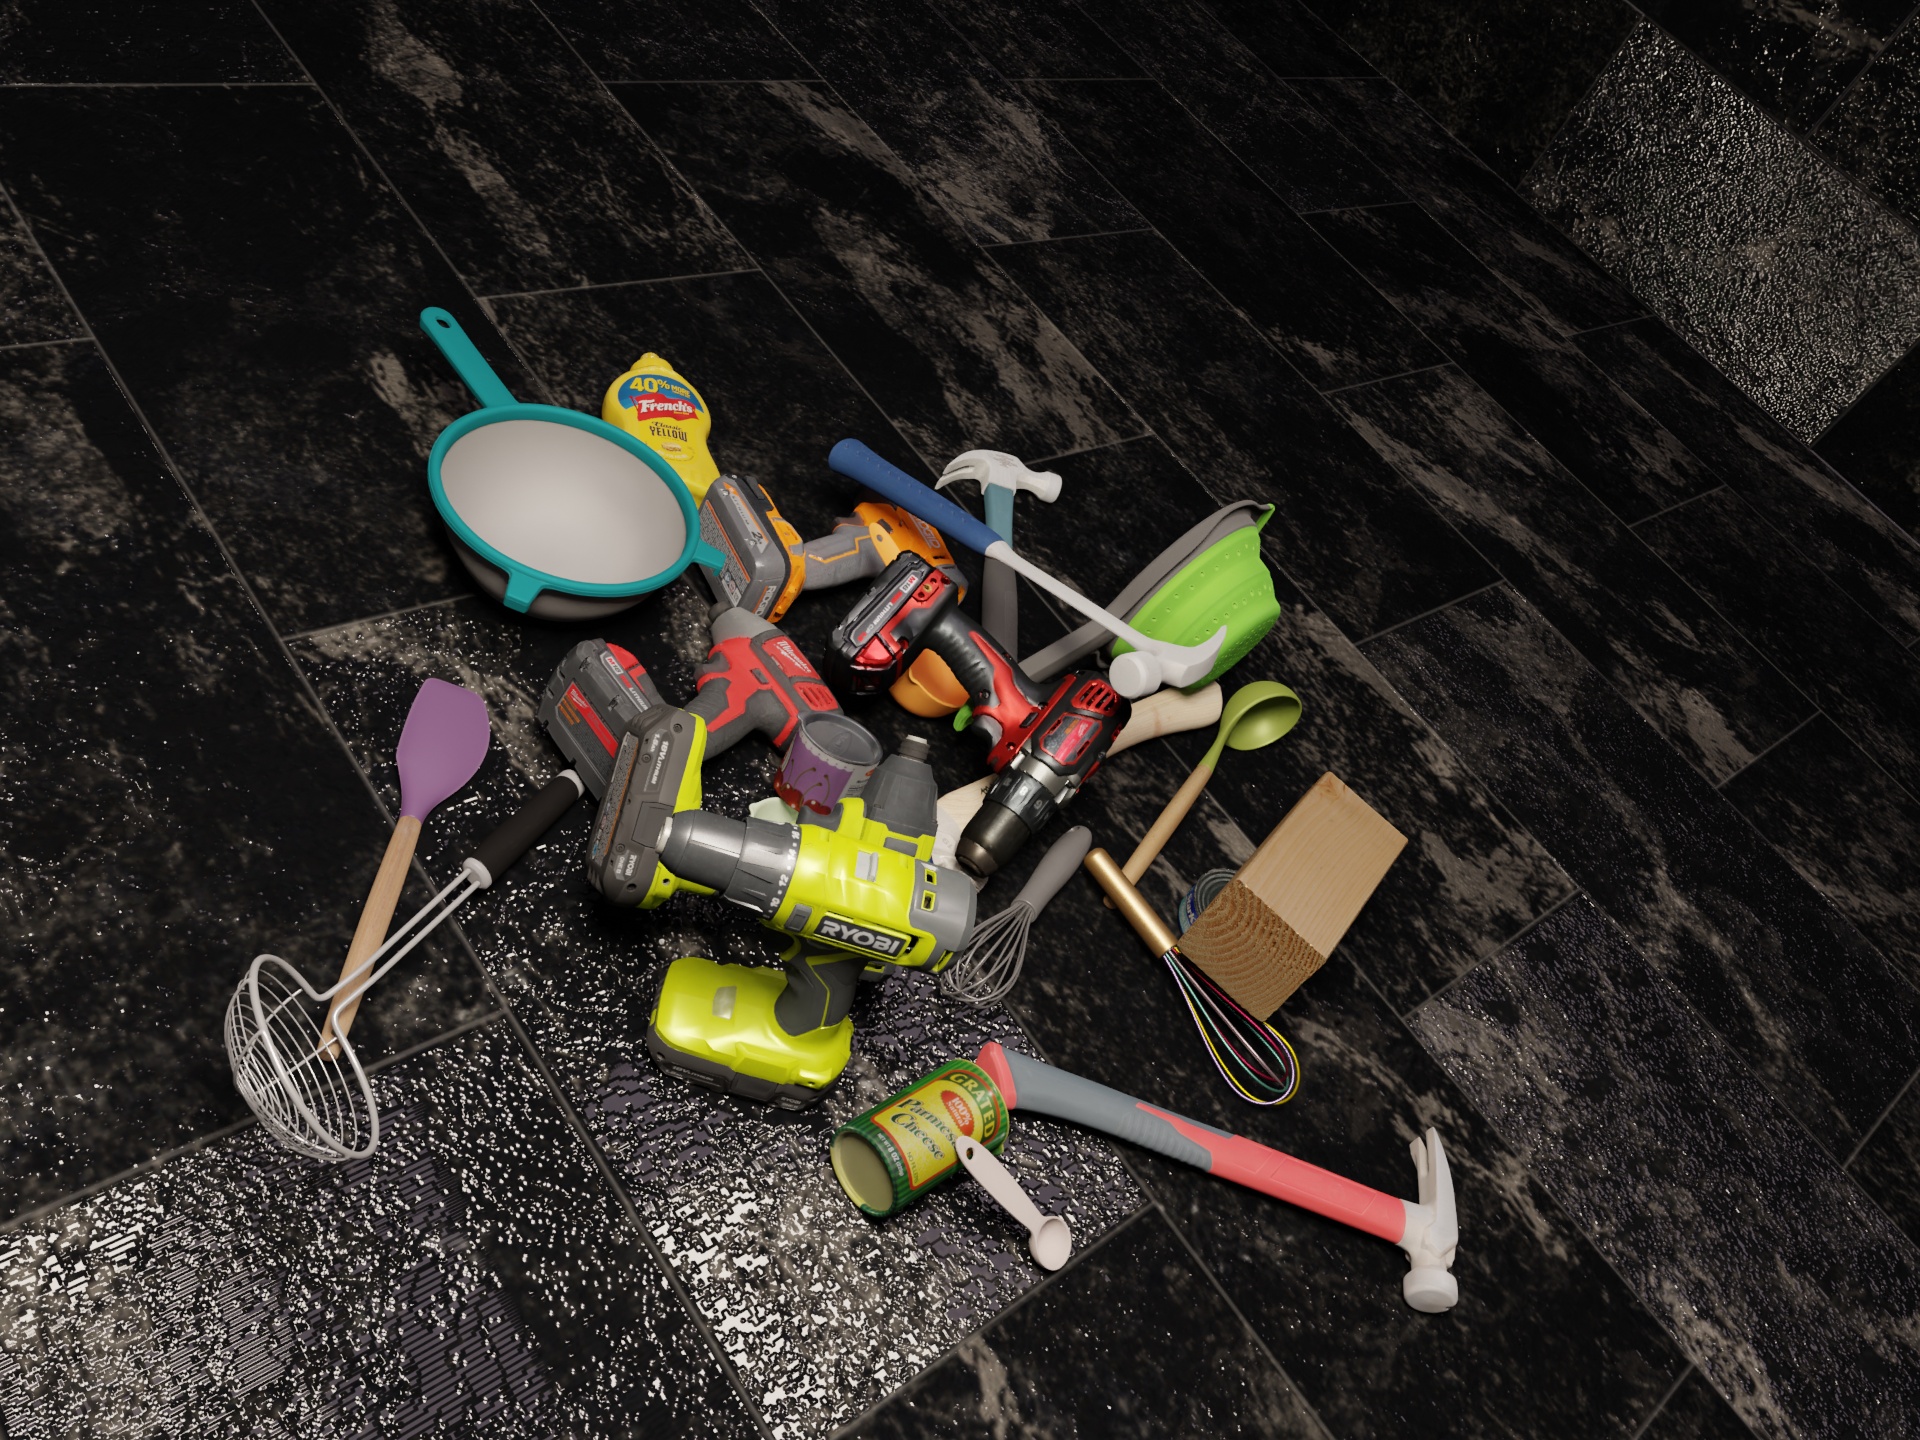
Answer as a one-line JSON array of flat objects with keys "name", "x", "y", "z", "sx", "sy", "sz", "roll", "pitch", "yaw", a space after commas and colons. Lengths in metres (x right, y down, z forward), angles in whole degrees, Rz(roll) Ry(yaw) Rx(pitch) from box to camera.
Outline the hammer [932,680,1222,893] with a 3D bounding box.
[{"name": "hammer", "x": 0.088, "y": 0.025, "z": 1.373, "sx": 0.410, "sy": 0.038, "sz": 0.146, "roll": -24, "pitch": 64, "yaw": -42}]

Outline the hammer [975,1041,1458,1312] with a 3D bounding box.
[{"name": "hammer", "x": 0.192, "y": 0.306, "z": 1.172, "sx": 0.386, "sy": 0.038, "sz": 0.143, "roll": 23, "pitch": 42, "yaw": -9}]

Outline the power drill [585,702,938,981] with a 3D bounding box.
[{"name": "power drill", "x": -0.127, "y": 0.072, "z": 1.087, "sx": 0.223, "sy": 0.080, "sz": 0.171, "roll": 17, "pitch": 88, "yaw": -23}]

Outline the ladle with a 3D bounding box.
[{"name": "ladle", "x": 0.213, "y": 0.066, "z": 1.395, "sx": 0.062, "sy": 0.078, "sz": 0.320, "roll": 31, "pitch": 48, "yaw": 13}]

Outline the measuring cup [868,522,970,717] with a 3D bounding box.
[{"name": "measuring cup", "x": -0.044, "y": -0.083, "z": 1.347, "sx": 0.095, "sy": 0.052, "sz": 0.173, "roll": -30, "pitch": 91, "yaw": -40}]

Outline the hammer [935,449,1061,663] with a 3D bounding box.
[{"name": "hammer", "x": 0.038, "y": -0.142, "z": 1.500, "sx": 0.128, "sy": 0.033, "sz": 0.331, "roll": 17, "pitch": 45, "yaw": -17}]

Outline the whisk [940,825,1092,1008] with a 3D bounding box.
[{"name": "whisk", "x": 0.051, "y": 0.146, "z": 1.234, "sx": 0.055, "sy": 0.055, "sz": 0.239, "roll": 37, "pitch": 39, "yaw": 6}]

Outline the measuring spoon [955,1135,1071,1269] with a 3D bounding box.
[{"name": "measuring spoon", "x": 0.031, "y": 0.317, "z": 1.050, "sx": 0.124, "sy": 0.018, "sz": 0.034, "roll": 52, "pitch": 49, "yaw": -19}]

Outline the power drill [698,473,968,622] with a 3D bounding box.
[{"name": "power drill", "x": -0.119, "y": -0.161, "z": 1.396, "sx": 0.226, "sy": 0.084, "sz": 0.164, "roll": -5, "pitch": 53, "yaw": -38}]

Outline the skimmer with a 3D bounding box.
[{"name": "skimmer", "x": -0.317, "y": 0.126, "z": 0.992, "sx": 0.127, "sy": 0.090, "sz": 0.363, "roll": 64, "pitch": 31, "yaw": -19}]

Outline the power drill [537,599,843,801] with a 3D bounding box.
[{"name": "power drill", "x": -0.200, "y": -0.020, "z": 1.207, "sx": 0.143, "sy": 0.078, "sz": 0.219, "roll": 52, "pitch": 37, "yaw": 14}]

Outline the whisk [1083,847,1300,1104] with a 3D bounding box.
[{"name": "whisk", "x": 0.181, "y": 0.197, "z": 1.253, "sx": 0.051, "sy": 0.047, "sz": 0.245, "roll": -22, "pitch": 66, "yaw": -42}]

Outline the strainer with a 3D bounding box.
[{"name": "strainer", "x": -0.356, "y": -0.193, "z": 1.279, "sx": 0.211, "sy": 0.095, "sz": 0.341, "roll": -17, "pitch": 59, "yaw": -42}]

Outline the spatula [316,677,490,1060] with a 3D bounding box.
[{"name": "spatula", "x": -0.373, "y": 0.089, "z": 1.063, "sx": 0.059, "sy": 0.018, "sz": 0.316, "roll": 23, "pitch": 42, "yaw": -19}]

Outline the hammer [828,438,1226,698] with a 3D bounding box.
[{"name": "hammer", "x": 0.041, "y": -0.135, "z": 1.309, "sx": 0.406, "sy": 0.035, "sz": 0.144, "roll": 36, "pitch": 32, "yaw": 32}]

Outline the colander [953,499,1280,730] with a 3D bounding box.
[{"name": "colander", "x": 0.161, "y": -0.060, "z": 1.392, "sx": 0.397, "sy": 0.204, "sz": 0.094, "roll": -31, "pitch": 74, "yaw": -33}]

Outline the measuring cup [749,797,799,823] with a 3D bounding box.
[{"name": "measuring cup", "x": -0.117, "y": 0.077, "z": 1.216, "sx": 0.083, "sy": 0.038, "sz": 0.168, "roll": 28, "pitch": 26, "yaw": -2}]

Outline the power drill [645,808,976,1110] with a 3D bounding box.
[{"name": "power drill", "x": -0.118, "y": 0.146, "z": 0.999, "sx": 0.190, "sy": 0.228, "sz": 0.080, "roll": 19, "pitch": 44, "yaw": -14}]

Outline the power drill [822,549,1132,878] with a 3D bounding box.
[{"name": "power drill", "x": -0.002, "y": -0.004, "z": 1.238, "sx": 0.227, "sy": 0.080, "sz": 0.188, "roll": 37, "pitch": 70, "yaw": 8}]
